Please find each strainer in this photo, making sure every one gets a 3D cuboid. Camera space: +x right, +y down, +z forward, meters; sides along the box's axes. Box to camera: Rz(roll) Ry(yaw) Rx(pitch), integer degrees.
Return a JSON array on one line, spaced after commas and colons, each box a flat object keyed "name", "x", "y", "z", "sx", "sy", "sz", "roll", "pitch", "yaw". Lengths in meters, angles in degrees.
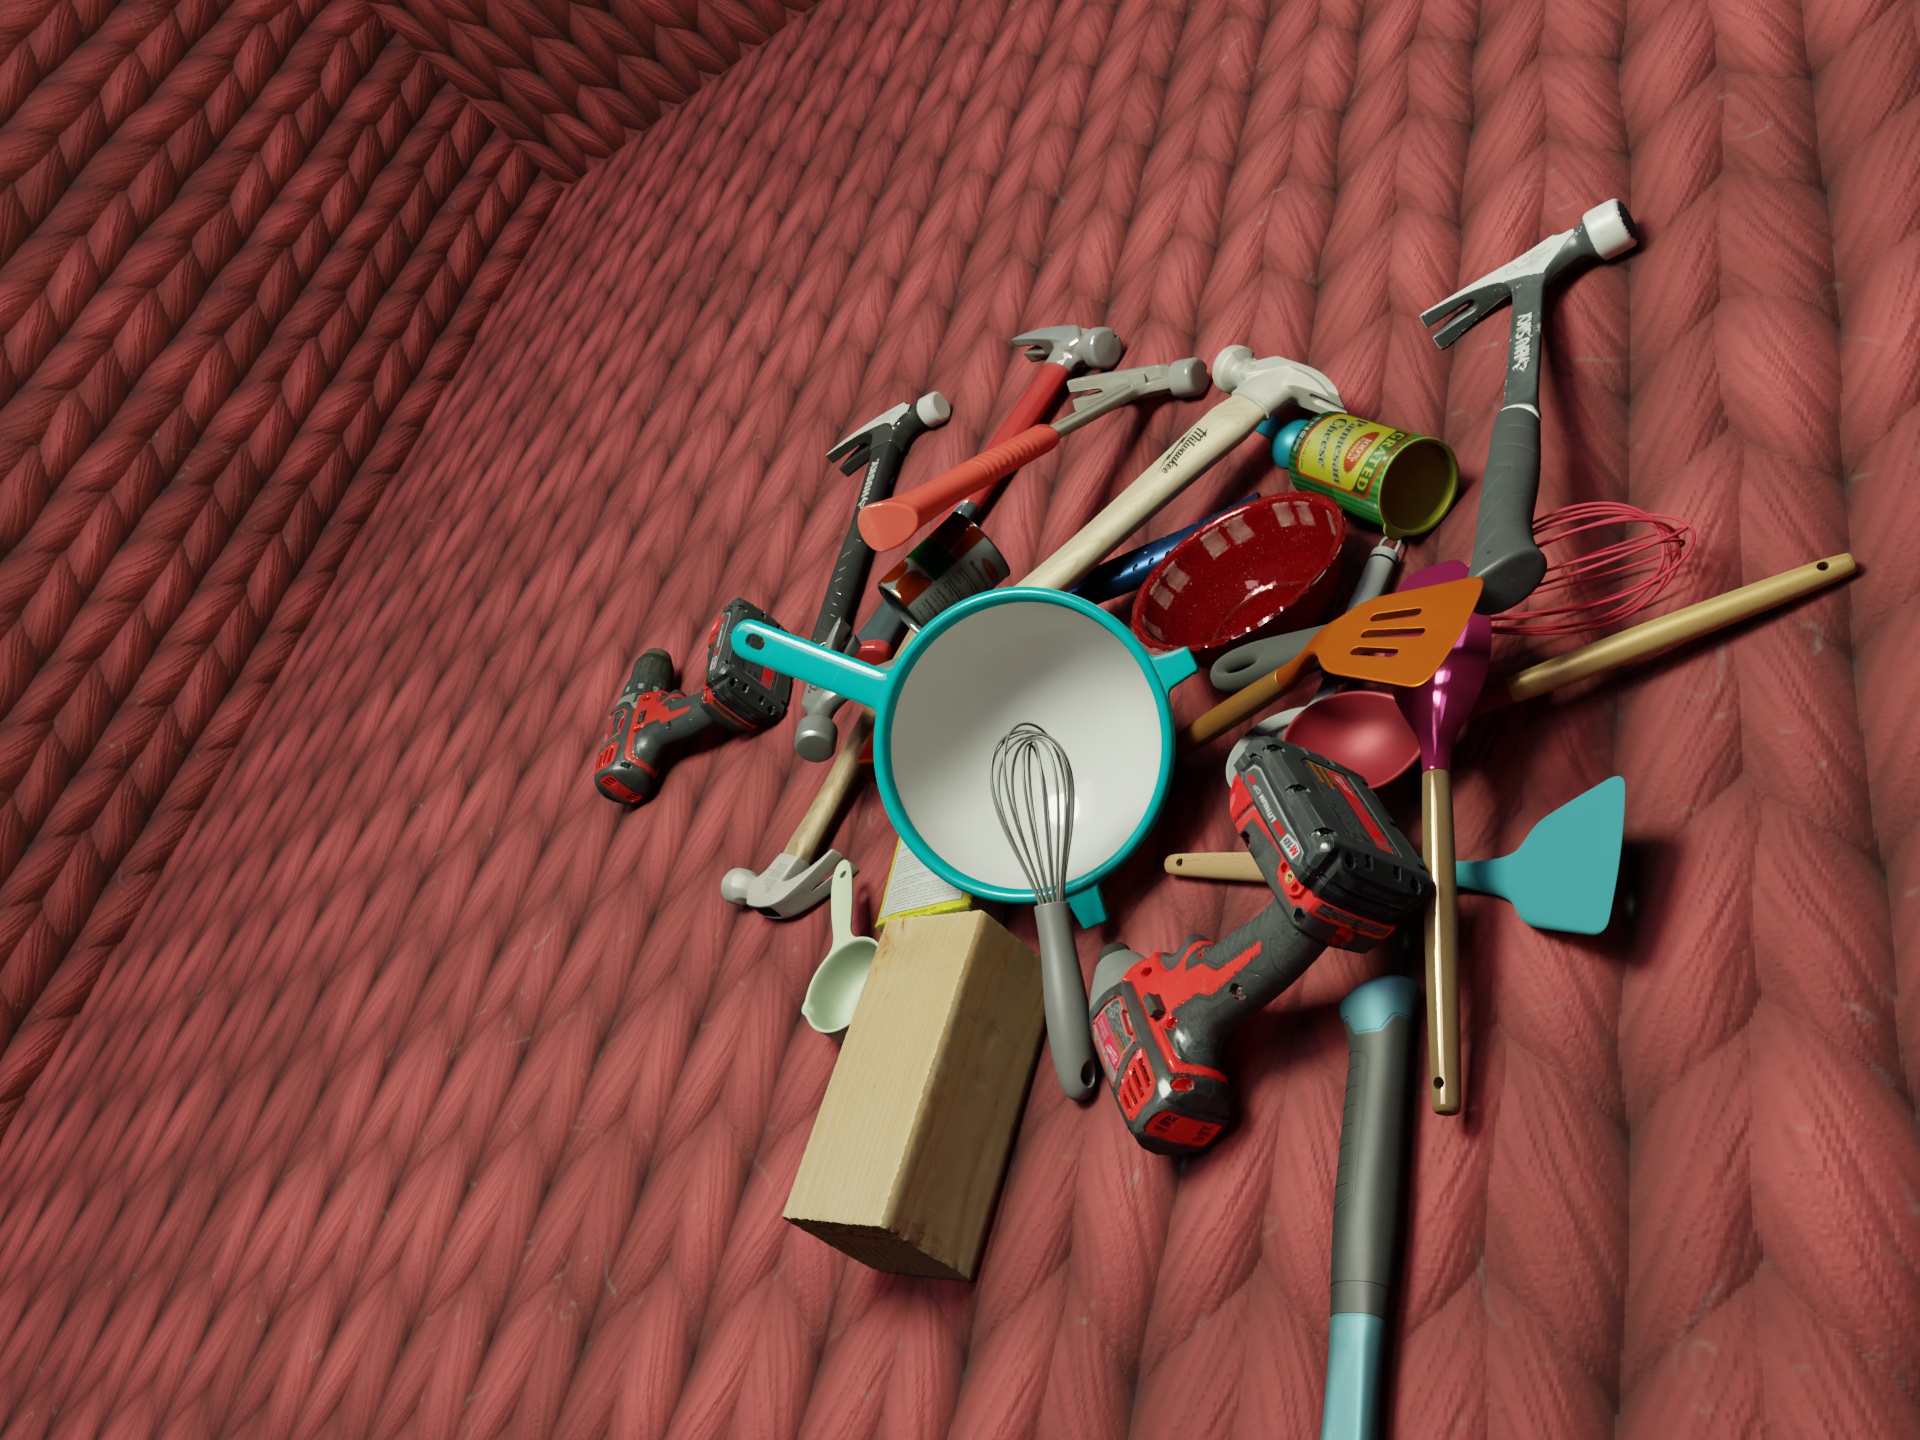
[{"name": "strainer", "x": 0.239, "y": -0.024, "z": 1.015, "sx": 0.087, "sy": 0.050, "sz": 0.258, "roll": 4, "pitch": 54, "yaw": 40}, {"name": "strainer", "x": -0.002, "y": -0.004, "z": 1.116, "sx": 0.340, "sy": 0.095, "sz": 0.211, "roll": 21, "pitch": 95, "yaw": 22}]

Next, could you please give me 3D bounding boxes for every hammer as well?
[{"name": "hammer", "x": 0.103, "y": -0.128, "z": 1.182, "sx": 0.410, "sy": 0.038, "sz": 0.146, "roll": -41, "pitch": 35, "yaw": -4}, {"name": "hammer", "x": 0.002, "y": -0.209, "z": 1.476, "sx": 0.386, "sy": 0.038, "sz": 0.143, "roll": -56, "pitch": 33, "yaw": -11}, {"name": "hammer", "x": 0.345, "y": -0.197, "z": 0.995, "sx": 0.149, "sy": 0.036, "sz": 0.409, "roll": -24, "pitch": 28, "yaw": 37}, {"name": "hammer", "x": -0.103, "y": -0.182, "z": 1.574, "sx": 0.146, "sy": 0.035, "sz": 0.335, "roll": -18, "pitch": 44, "yaw": 37}, {"name": "hammer", "x": 0.049, "y": -0.087, "z": 1.243, "sx": 0.405, "sy": 0.035, "sz": 0.144, "roll": -21, "pitch": 37, "yaw": 22}, {"name": "hammer", "x": 0.192, "y": 0.276, "z": 0.770, "sx": 0.128, "sy": 0.033, "sz": 0.331, "roll": -18, "pitch": 44, "yaw": 39}, {"name": "hammer", "x": 0.044, "y": -0.218, "z": 1.281, "sx": 0.149, "sy": 0.036, "sz": 0.359, "roll": 1, "pitch": 27, "yaw": 46}, {"name": "hammer", "x": -0.082, "y": 0.020, "z": 1.348, "sx": 0.130, "sy": 0.031, "sz": 0.331, "roll": 5, "pitch": 60, "yaw": 52}]

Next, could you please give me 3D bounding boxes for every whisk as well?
[{"name": "whisk", "x": 0.285, "y": -0.064, "z": 0.953, "sx": 0.296, "sy": 0.073, "sz": 0.073, "roll": -17, "pitch": 44, "yaw": 30}, {"name": "whisk", "x": 0.056, "y": 0.117, "z": 0.998, "sx": 0.055, "sy": 0.055, "sz": 0.239, "roll": -19, "pitch": 73, "yaw": 38}]

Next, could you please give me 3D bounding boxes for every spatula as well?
[{"name": "spatula", "x": 0.233, "y": 0.081, "z": 0.910, "sx": 0.317, "sy": 0.044, "sz": 0.082, "roll": -5, "pitch": 65, "yaw": 48}, {"name": "spatula", "x": 0.192, "y": -0.012, "z": 0.961, "sx": 0.081, "sy": 0.041, "sz": 0.322, "roll": -54, "pitch": 5, "yaw": -25}]

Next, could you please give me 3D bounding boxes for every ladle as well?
[{"name": "ladle", "x": 0.333, "y": -0.028, "z": 0.891, "sx": 0.315, "sy": 0.031, "sz": 0.069, "roll": -22, "pitch": 54, "yaw": 22}]

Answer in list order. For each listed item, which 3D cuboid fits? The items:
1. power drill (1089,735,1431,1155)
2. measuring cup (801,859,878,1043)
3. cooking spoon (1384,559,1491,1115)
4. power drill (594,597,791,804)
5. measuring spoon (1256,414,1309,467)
[{"name": "power drill", "x": 0.150, "y": 0.124, "z": 0.898, "sx": 0.219, "sy": 0.078, "sz": 0.143, "roll": -56, "pitch": 29, "yaw": 24}, {"name": "measuring cup", "x": -0.076, "y": 0.171, "z": 1.186, "sx": 0.083, "sy": 0.038, "sz": 0.168, "roll": -35, "pitch": 34, "yaw": 20}, {"name": "cooking spoon", "x": 0.258, "y": 0.052, "z": 0.857, "sx": 0.069, "sy": 0.017, "sz": 0.319, "roll": -20, "pitch": 54, "yaw": 43}, {"name": "power drill", "x": -0.267, "y": -0.033, "z": 1.580, "sx": 0.226, "sy": 0.080, "sz": 0.188, "roll": -29, "pitch": 37, "yaw": 32}, {"name": "measuring spoon", "x": 0.238, "y": -0.235, "z": 1.241, "sx": 0.042, "sy": 0.021, "sz": 0.129, "roll": -43, "pitch": 35, "yaw": 8}]
